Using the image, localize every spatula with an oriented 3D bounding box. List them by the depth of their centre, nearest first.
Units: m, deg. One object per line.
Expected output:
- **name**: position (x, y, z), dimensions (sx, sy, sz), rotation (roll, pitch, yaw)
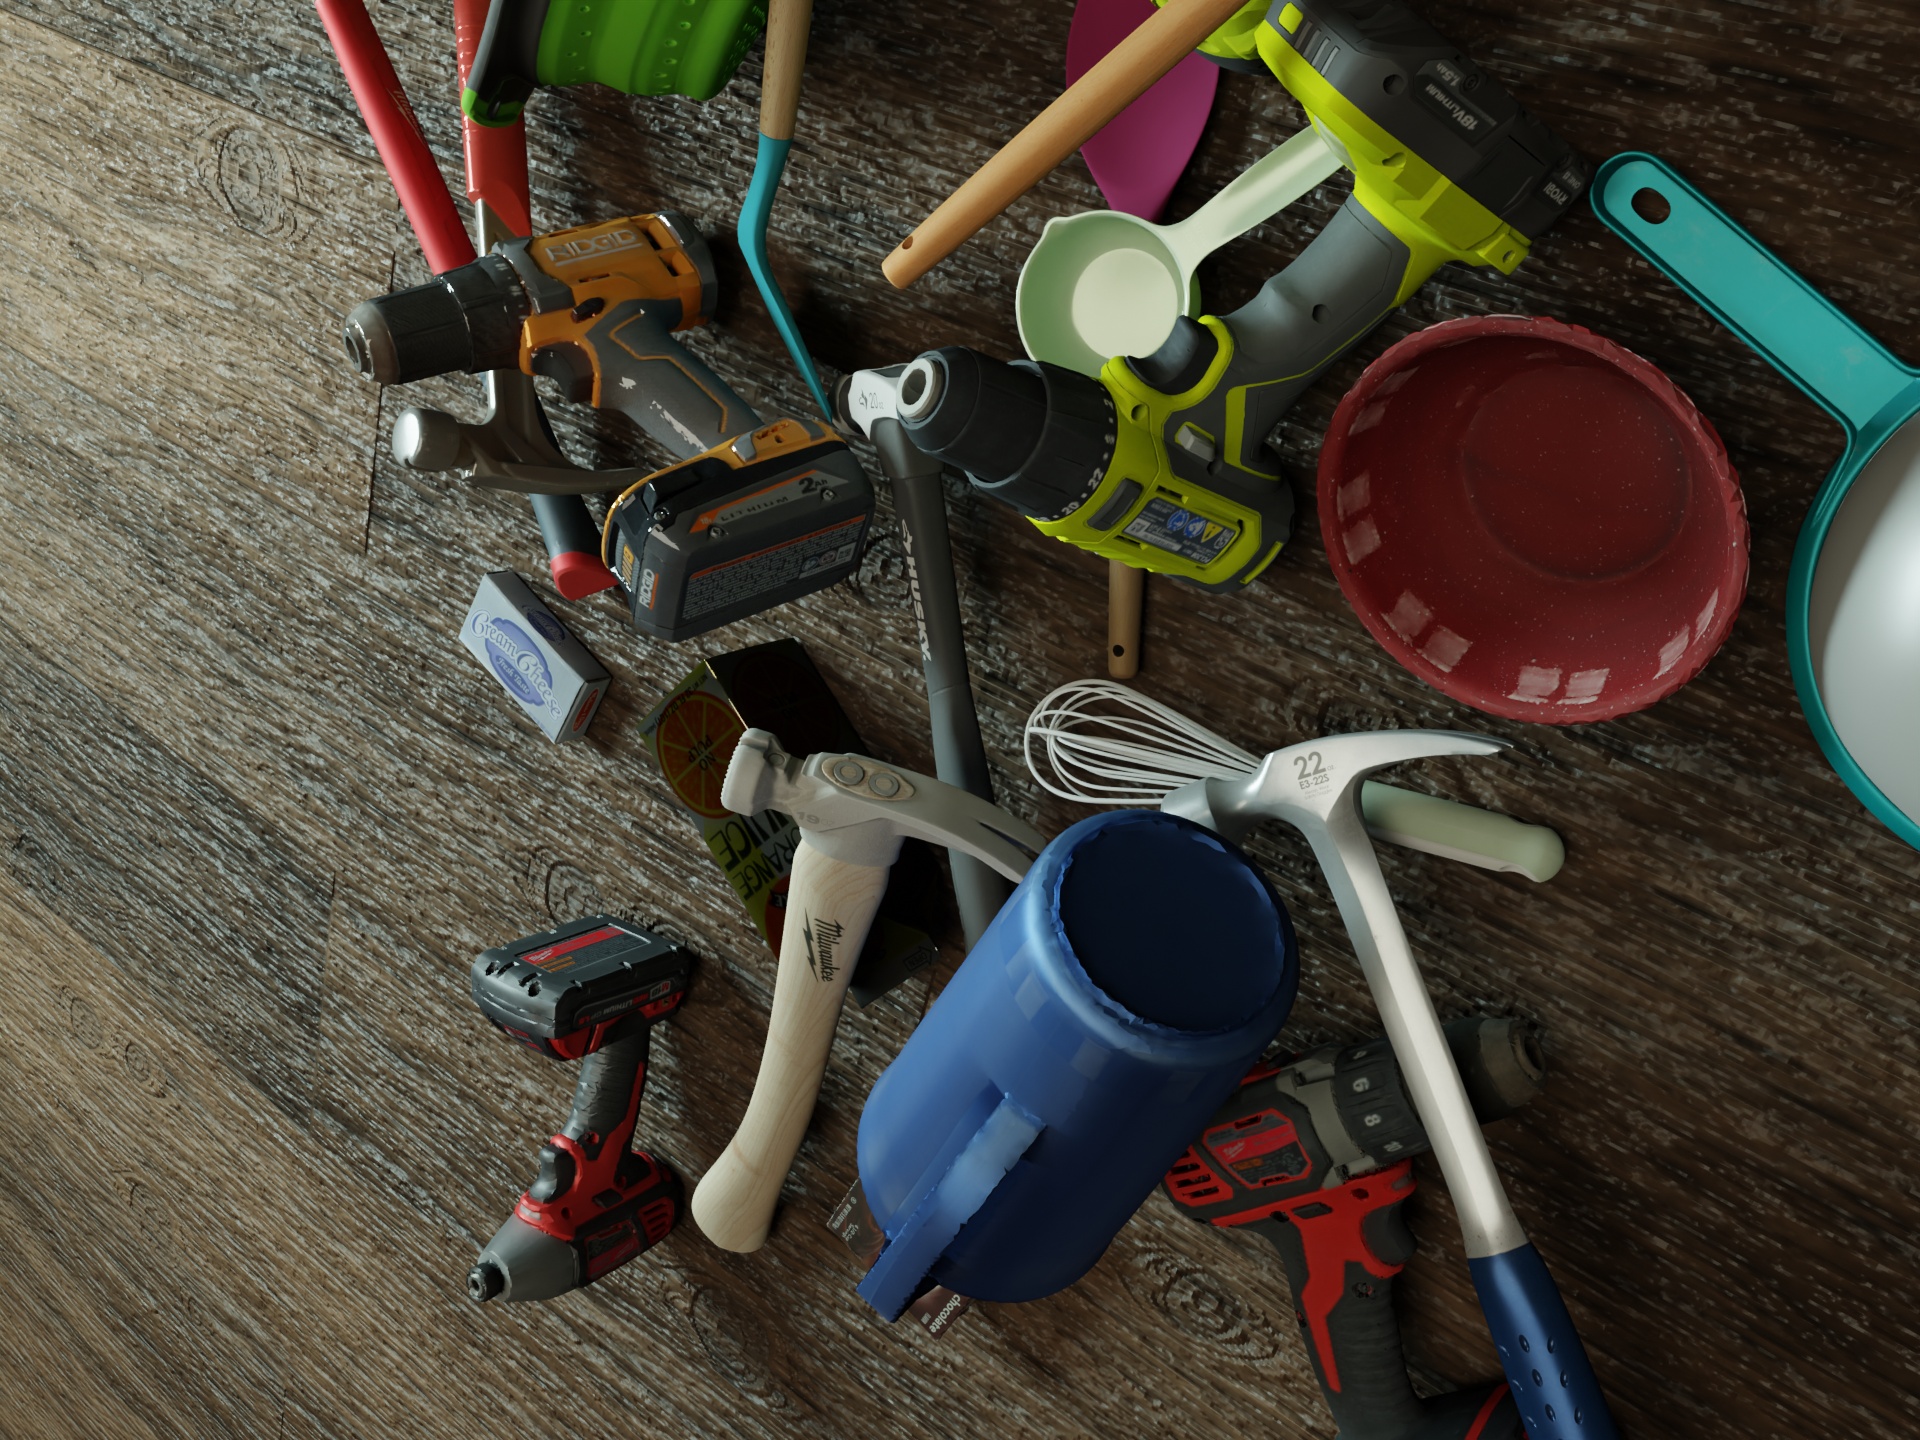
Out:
- **spatula**: position (0.101, -0.241, 0.520), dimensions (0.322, 0.041, 0.081), rotation (-34, 51, 26)
- **spatula**: position (-0.067, -0.282, 0.692), dimensions (0.317, 0.044, 0.082), rotation (104, 150, -41)

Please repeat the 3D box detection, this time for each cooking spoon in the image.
- **cooking spoon**: position (0.078, -0.174, 0.706), dimensions (0.069, 0.017, 0.318), rotation (7, 106, 23)

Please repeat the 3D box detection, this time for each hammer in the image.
- **hammer**: position (0.212, 0.195, 0.623), dimensions (0.144, 0.035, 0.406), rotation (-24, 81, 28)
- **hammer**: position (-0.001, -0.002, 0.769), dimensions (0.146, 0.035, 0.334), rotation (-155, 53, -65)
- **hammer**: position (-0.077, 0.173, 0.837), dimensions (0.146, 0.038, 0.410), rotation (18, 132, 0)
- **hammer**: position (-0.242, -0.303, 0.857), dimensions (0.037, 0.149, 0.359), rotation (-6, 87, 39)
- **hammer**: position (-0.278, -0.254, 0.899), dimensions (0.038, 0.143, 0.386), rotation (-19, 103, 12)

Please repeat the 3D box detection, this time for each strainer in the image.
- **strainer**: position (0.327, -0.072, 0.510), dimensions (0.340, 0.095, 0.211), rotation (48, 124, 14)

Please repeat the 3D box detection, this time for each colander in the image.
- **colander**: position (-0.086, -0.423, 0.708), dimensions (0.094, 0.205, 0.397), rotation (29, 105, -13)

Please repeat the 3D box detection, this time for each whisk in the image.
- **whisk**: position (0.138, 0.030, 0.701), dimensions (0.246, 0.057, 0.059), rotation (15, 80, 27)

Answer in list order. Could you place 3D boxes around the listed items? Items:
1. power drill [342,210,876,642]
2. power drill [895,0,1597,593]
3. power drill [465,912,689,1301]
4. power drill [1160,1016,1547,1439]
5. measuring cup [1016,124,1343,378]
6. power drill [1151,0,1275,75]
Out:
- **power drill**: position (-0.169, -0.147, 0.762), dimensions (0.226, 0.185, 0.084), rotation (54, 148, 21)
- **power drill**: position (0.100, -0.155, 0.595), dimensions (0.228, 0.190, 0.080), rotation (-49, 47, 28)
- **power drill**: position (-0.233, 0.240, 0.956), dimensions (0.079, 0.143, 0.219), rotation (15, 108, 34)
- **power drill**: position (0.203, 0.246, 0.695), dimensions (0.188, 0.080, 0.227), rotation (-31, 81, 36)
- **measuring cup**: position (0.100, -0.198, 0.660), dimensions (0.167, 0.038, 0.083), rotation (-31, 89, 25)
- **power drill**: position (0.093, -0.306, 0.528), dimensions (0.171, 0.223, 0.080), rotation (-41, 77, 29)
